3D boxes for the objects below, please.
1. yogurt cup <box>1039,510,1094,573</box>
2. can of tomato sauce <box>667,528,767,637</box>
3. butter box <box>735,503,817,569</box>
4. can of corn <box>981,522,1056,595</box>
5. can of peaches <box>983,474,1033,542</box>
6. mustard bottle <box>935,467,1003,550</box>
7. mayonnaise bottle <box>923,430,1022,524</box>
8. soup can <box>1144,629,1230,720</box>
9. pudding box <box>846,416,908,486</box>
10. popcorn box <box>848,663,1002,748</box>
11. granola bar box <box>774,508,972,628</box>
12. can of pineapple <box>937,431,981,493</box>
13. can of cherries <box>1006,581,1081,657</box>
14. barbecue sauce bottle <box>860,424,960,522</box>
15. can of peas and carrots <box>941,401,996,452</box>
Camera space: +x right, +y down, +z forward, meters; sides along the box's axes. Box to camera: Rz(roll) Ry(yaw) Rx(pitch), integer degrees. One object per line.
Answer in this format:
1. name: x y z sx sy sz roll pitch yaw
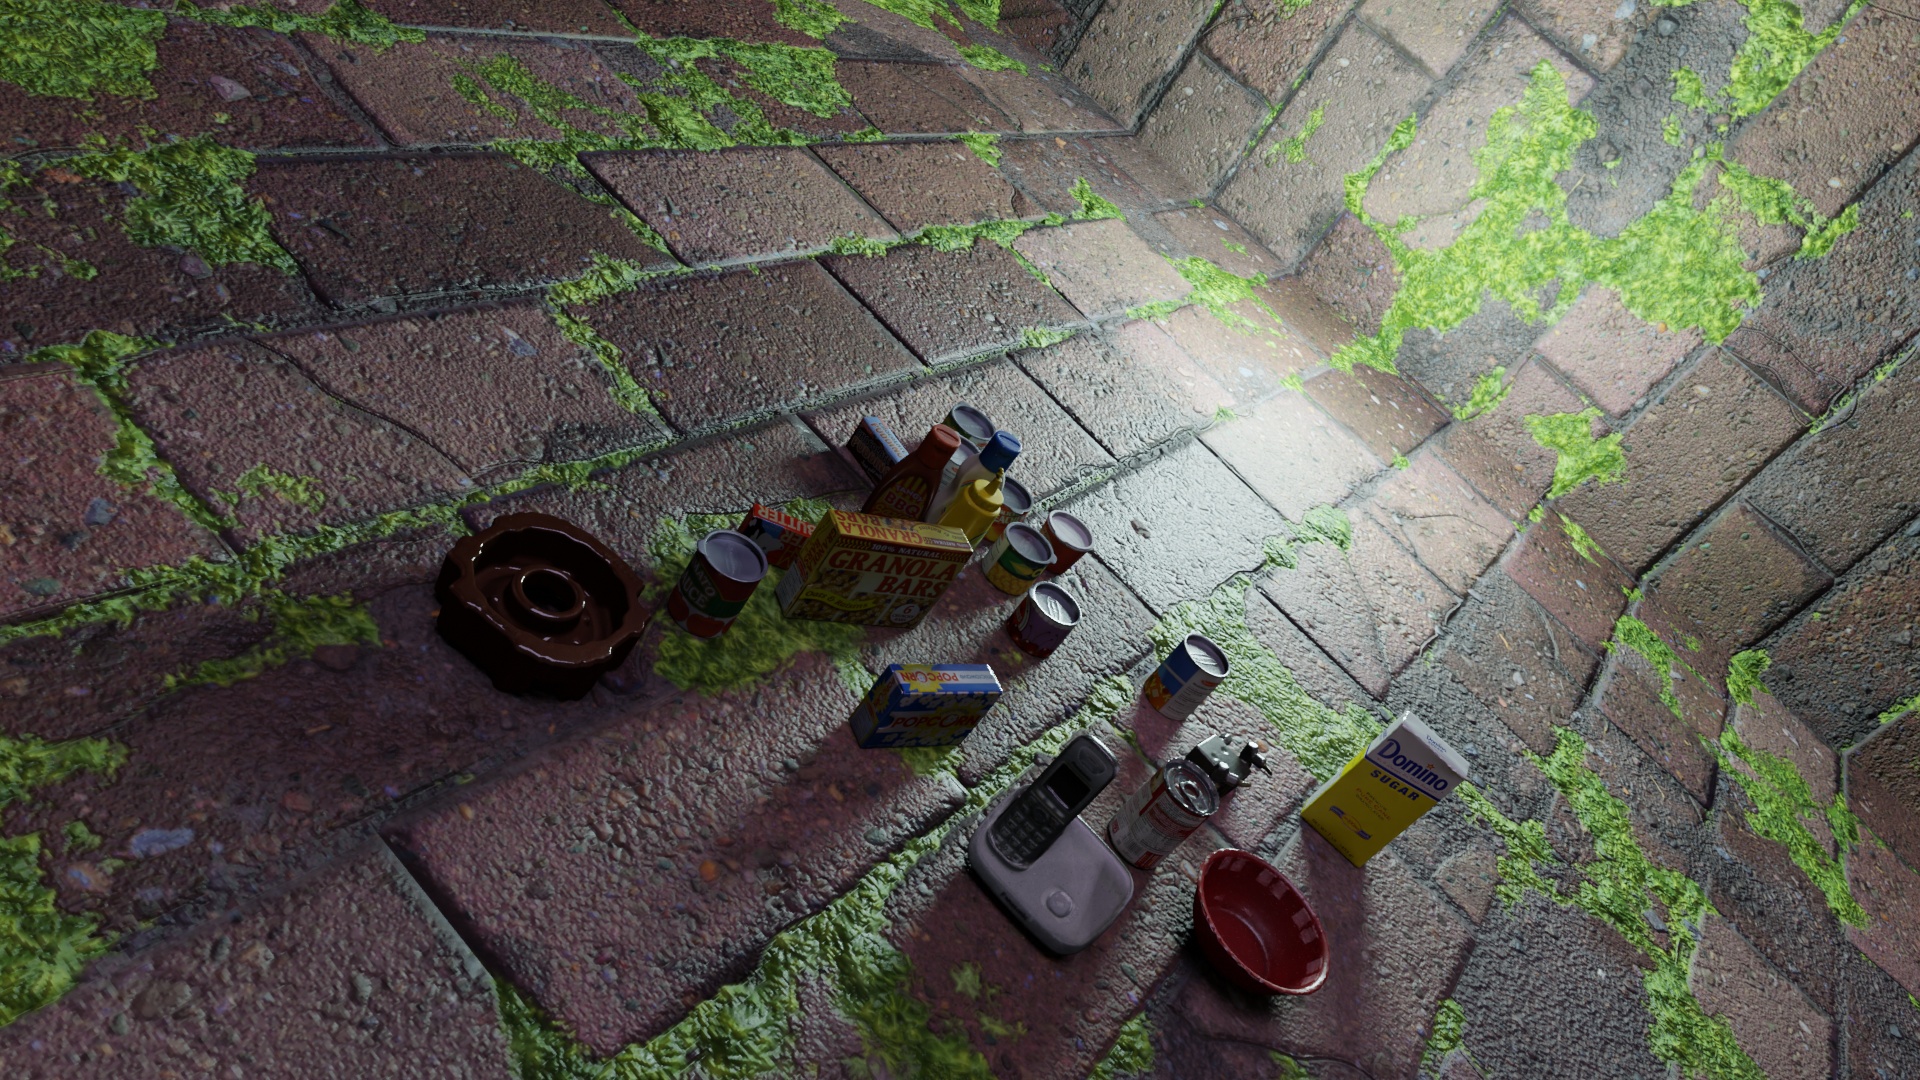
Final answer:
1. yogurt cup: 0.123 0.004 1.715 0.072 0.053 0.073 25 34 -18
2. can of tomato sauce: -0.231 0.041 1.304 0.071 0.082 0.071 25 34 -18
3. butter box: -0.178 0.002 1.432 0.103 0.053 0.024 21 35 -23
4. can of corn: 0.068 0.023 1.634 0.071 0.058 0.071 25 34 -18
5. can of peaches: 0.047 -0.038 1.692 0.071 0.057 0.071 25 34 -18
6. mustard bottle: 0.005 -0.019 1.533 0.049 0.159 0.065 44 33 11
7. mayonnaise bottle: 0.017 -0.063 1.612 0.065 0.147 0.041 26 33 -17
8. soup can: 0.264 0.158 1.624 0.071 0.083 0.072 25 34 -18
9. pudding box: -0.094 -0.102 1.648 0.030 0.049 0.084 -6 52 -48
10. popcorn box: -0.033 0.159 1.339 0.127 0.084 0.038 5 44 -40
11. granola bar box: -0.087 0.032 1.414 0.166 0.123 0.039 8 42 -38
12. can of pineapple: -0.012 -0.091 1.704 0.071 0.057 0.071 25 34 -18
13. can of cherries: 0.092 0.088 1.573 0.071 0.058 0.072 25 34 -18
14. barbecue sauce bottle: -0.052 -0.065 1.549 0.065 0.147 0.044 29 33 -13
15. can of peas and carrots: 0.002 -0.132 1.769 0.071 0.058 0.071 25 34 -18
